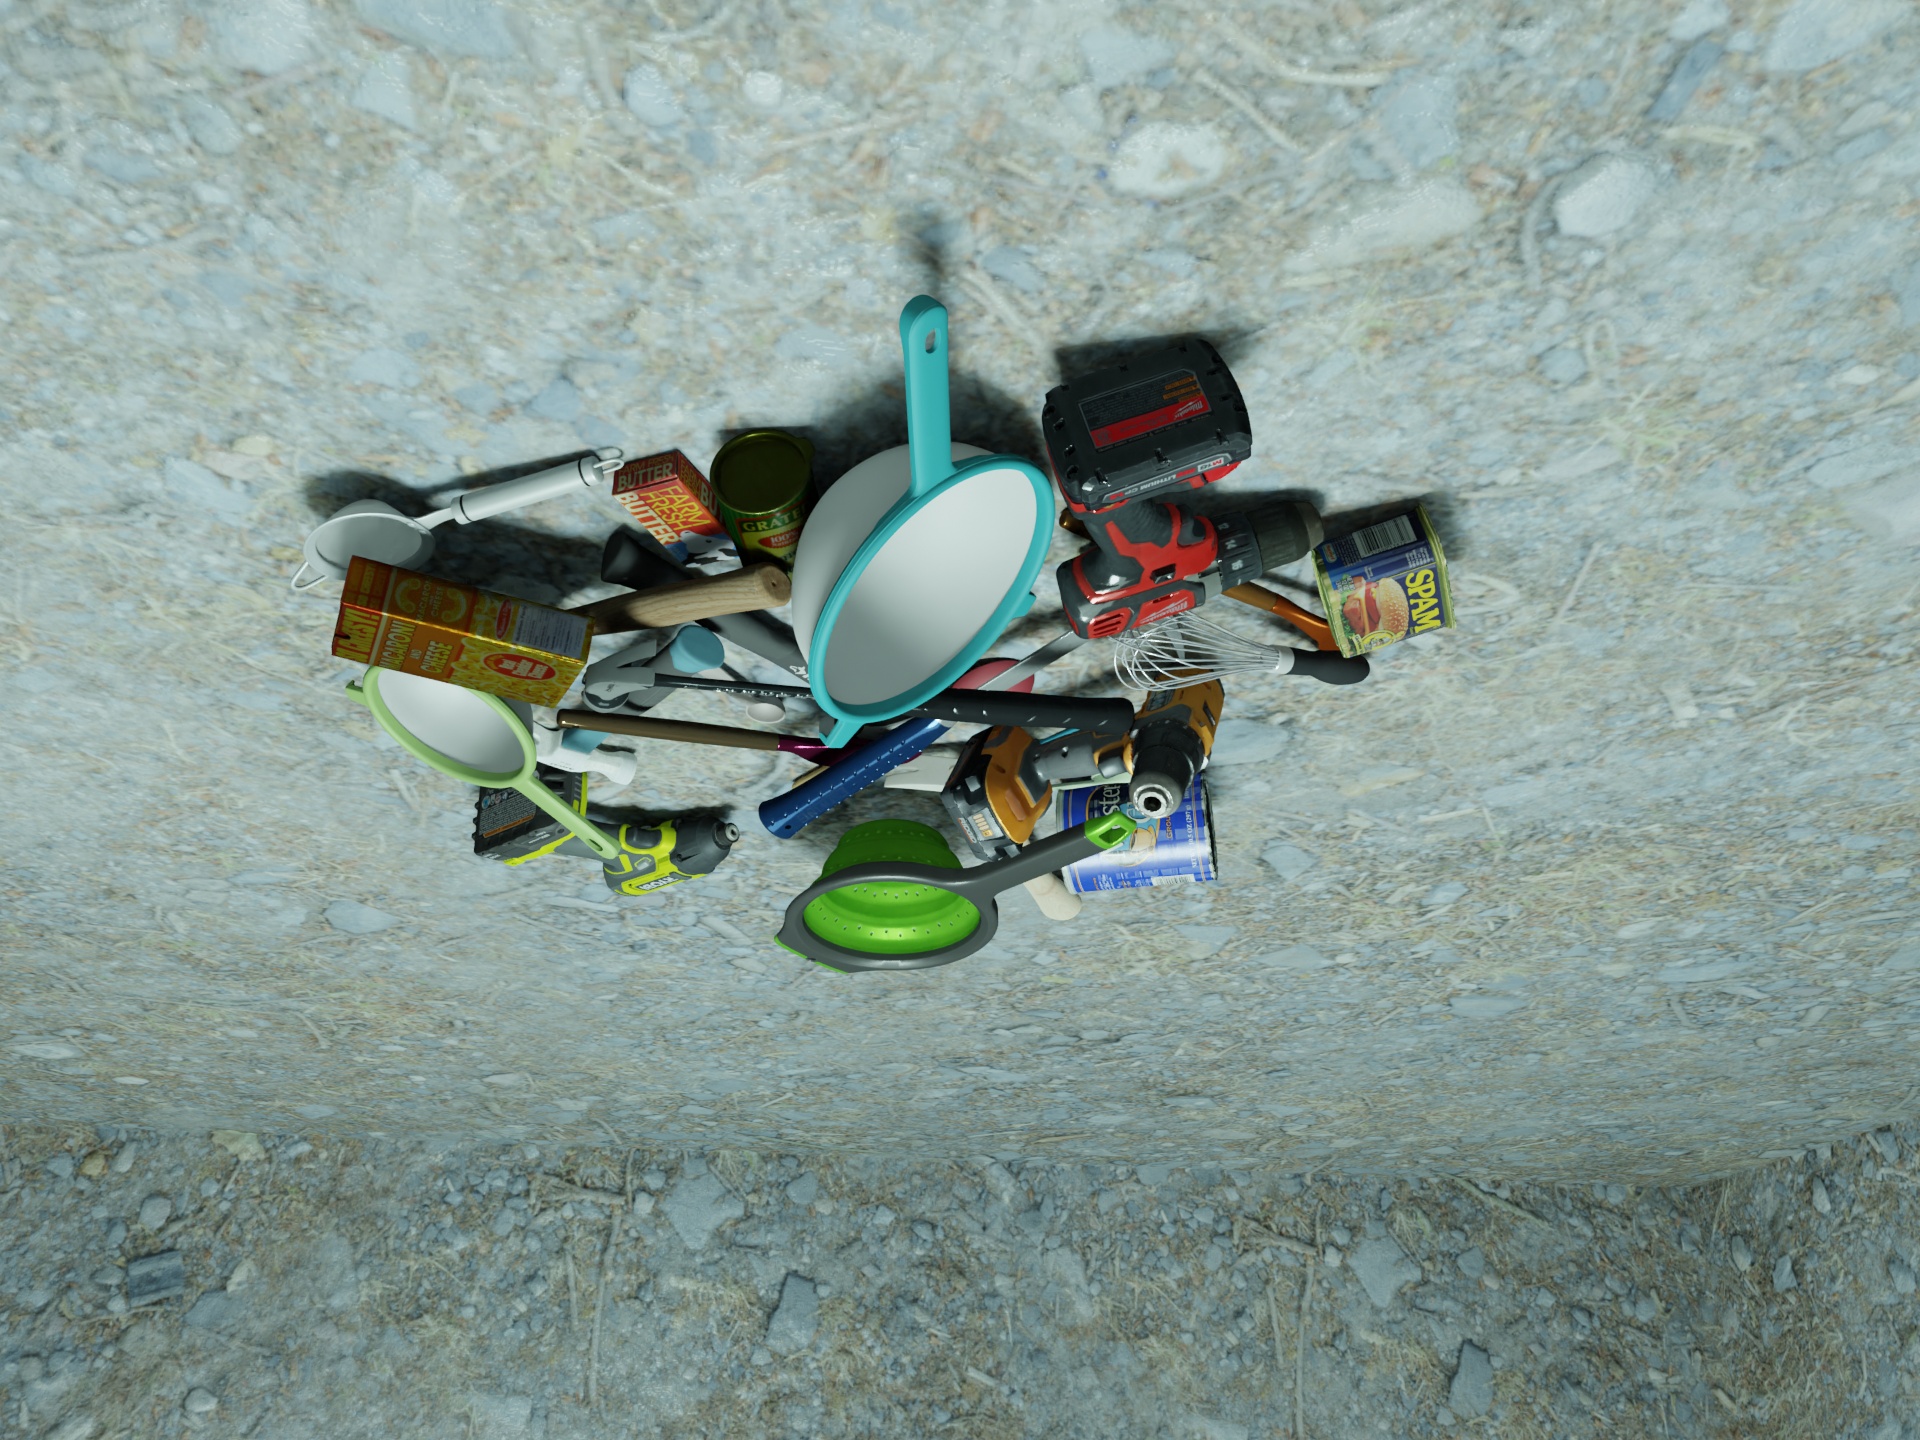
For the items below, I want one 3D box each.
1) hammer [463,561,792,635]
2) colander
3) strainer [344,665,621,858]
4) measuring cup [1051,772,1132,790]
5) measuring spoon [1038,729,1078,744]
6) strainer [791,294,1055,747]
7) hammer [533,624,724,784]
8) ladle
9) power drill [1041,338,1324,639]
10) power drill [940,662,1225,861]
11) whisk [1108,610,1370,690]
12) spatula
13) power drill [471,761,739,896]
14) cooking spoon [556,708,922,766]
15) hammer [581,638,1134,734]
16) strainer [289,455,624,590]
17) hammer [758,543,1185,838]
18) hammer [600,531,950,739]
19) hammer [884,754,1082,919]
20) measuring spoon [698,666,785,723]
[{"bbox_3d":[-0.249,-0.078,1.151,0.331,0.031,0.129,-6,154,40],"label":"hammer"},{"bbox_3d":[-0.004,0.129,1.499,0.397,0.095,0.204,-26,139,33],"label":"colander"},{"bbox_3d":[-0.365,0.015,1.309,0.151,0.069,0.256,-17,129,41],"label":"strainer"},{"bbox_3d":[0.125,0.039,1.452,0.083,0.038,0.167,6,167,-39],"label":"measuring cup"},{"bbox_3d":[0.094,0.024,1.431,0.128,0.021,0.042,-22,146,38],"label":"measuring spoon"},{"bbox_3d":[-0.043,-0.144,1.001,0.211,0.095,0.340,-36,152,-23],"label":"strainer"},{"bbox_3d":[-0.277,-0.012,1.312,0.128,0.033,0.331,17,155,-28],"label":"hammer"},{"bbox_3d":[-0.053,0.016,1.415,0.069,0.031,0.315,22,147,-37],"label":"ladle"},{"bbox_3d":[0.148,-0.143,1.037,0.188,0.080,0.226,-18,153,1],"label":"power drill"},{"bbox_3d":[0.099,0.043,1.287,0.226,0.185,0.084,-20,111,26],"label":"power drill"},{"bbox_3d":[0.221,-0.050,1.223,0.284,0.070,0.070,4,156,-38],"label":"whisk"},{"bbox_3d":[0.212,-0.104,1.187,0.322,0.041,0.081,18,147,-24],"label":"spatula"},{"bbox_3d":[-0.340,0.108,1.542,0.171,0.080,0.223,-20,151,35],"label":"power drill"},{"bbox_3d":[-0.176,0.015,1.316,0.318,0.017,0.069,7,158,-30],"label":"cooking spoon"},{"bbox_3d":[-0.064,-0.018,1.164,0.408,0.036,0.149,4,172,-18],"label":"hammer"},{"bbox_3d":[-0.346,-0.143,1.087,0.258,0.050,0.086,-14,158,13],"label":"strainer"},{"bbox_3d":[-0.002,-0.004,1.285,0.405,0.035,0.144,-31,142,27],"label":"hammer"},{"bbox_3d":[-0.147,-0.063,1.250,0.146,0.035,0.334,-18,148,33],"label":"hammer"},{"bbox_3d":[0.047,0.127,1.608,0.146,0.038,0.410,5,158,17],"label":"hammer"},{"bbox_3d":[-0.191,-0.034,1.333,0.034,0.018,0.124,-17,142,30],"label":"measuring spoon"}]
